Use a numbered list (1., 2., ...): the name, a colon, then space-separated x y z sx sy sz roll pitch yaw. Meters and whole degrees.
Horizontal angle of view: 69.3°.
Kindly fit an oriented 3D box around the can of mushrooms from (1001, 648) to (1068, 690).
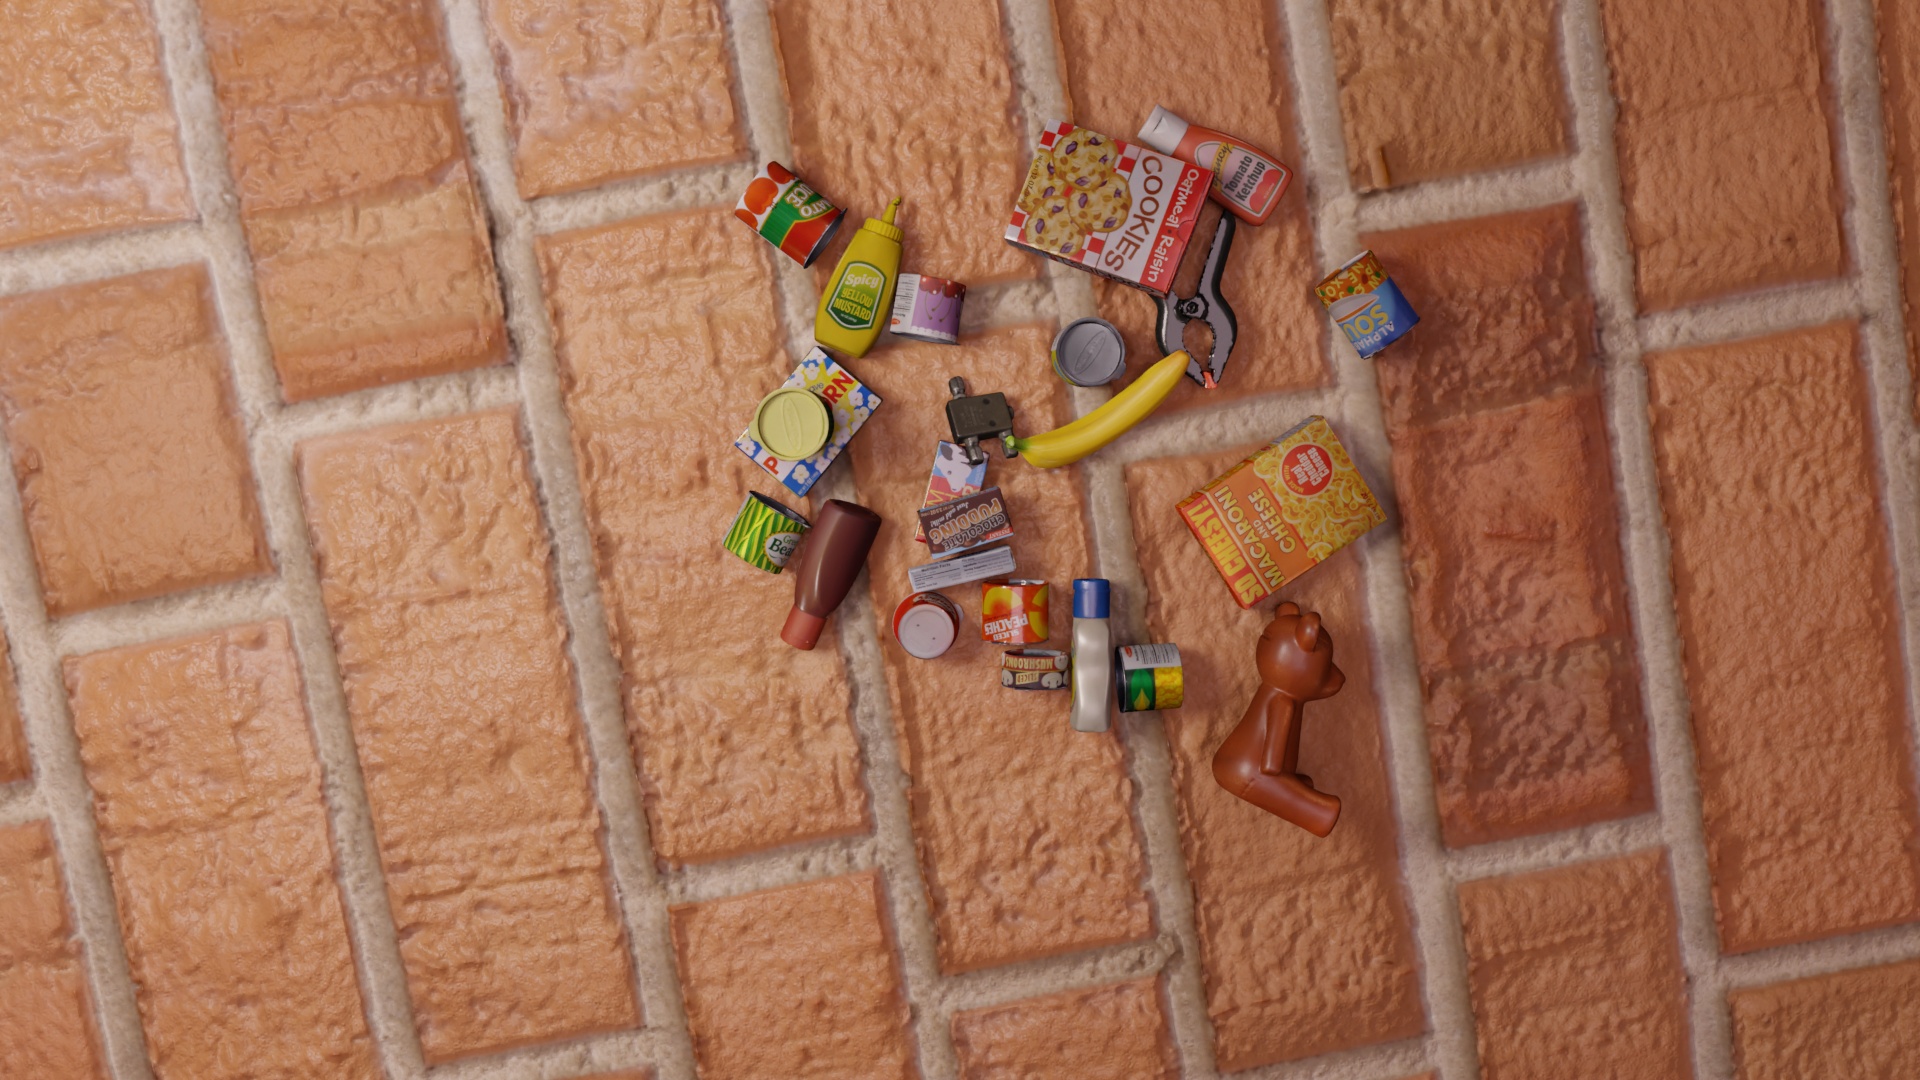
1. can of mushrooms: 0.072 0.127 1.363 0.071 0.071 0.033 1 94 -2

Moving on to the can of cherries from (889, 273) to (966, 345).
1. can of cherries: -0.029 -0.222 1.335 0.071 0.071 0.058 10 94 -3

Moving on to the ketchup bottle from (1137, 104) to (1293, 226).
1. ketchup bottle: 0.243 -0.367 1.342 0.149 0.043 0.064 31 99 -3

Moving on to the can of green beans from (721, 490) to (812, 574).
1. can of green beans: -0.189 -0.008 1.345 0.071 0.071 0.058 30 94 -4

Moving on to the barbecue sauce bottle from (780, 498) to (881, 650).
1. barbecue sauce bottle: -0.132 0.035 1.357 0.044 0.065 0.148 33 103 39

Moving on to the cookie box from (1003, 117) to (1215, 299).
1. cookie box: 0.142 -0.316 1.324 0.167 0.040 0.123 22 94 11

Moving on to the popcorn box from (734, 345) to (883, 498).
1. popcorn box: -0.147 -0.115 1.352 0.085 0.038 0.126 40 92 -4

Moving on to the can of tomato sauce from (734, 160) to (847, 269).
1. can of tomato sauce: -0.161 -0.311 1.320 0.083 0.071 0.071 37 93 -4

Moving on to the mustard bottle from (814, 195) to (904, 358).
1. mustard bottle: -0.090 -0.258 1.336 0.065 0.049 0.160 20 94 -5

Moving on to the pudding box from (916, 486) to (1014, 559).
1. pudding box: 0.005 -0.017 1.343 0.084 0.030 0.049 -17 97 -2

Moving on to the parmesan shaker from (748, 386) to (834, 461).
1. parmesan shaker: -0.155 -0.108 1.280 0.071 0.103 0.071 0 96 -2

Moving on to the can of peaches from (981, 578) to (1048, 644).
1. can of peaches: 0.053 0.069 1.358 0.071 0.071 0.058 0 94 -2

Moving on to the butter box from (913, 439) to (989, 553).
1. butter box: -0.009 -0.043 1.370 0.053 0.024 0.103 14 94 -3

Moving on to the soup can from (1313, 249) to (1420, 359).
1. soup can: 0.392 -0.228 1.345 0.071 0.071 0.083 -37 95 2

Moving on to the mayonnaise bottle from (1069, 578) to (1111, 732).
1. mayonnaise bottle: 0.129 0.112 1.370 0.041 0.065 0.148 0 91 2

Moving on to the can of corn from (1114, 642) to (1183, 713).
1. can of corn: 0.186 0.137 1.371 0.058 0.071 0.071 -4 95 -2

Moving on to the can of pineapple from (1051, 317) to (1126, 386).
1. can of pineapple: 0.124 -0.180 1.346 0.071 0.058 0.071 0 95 -2

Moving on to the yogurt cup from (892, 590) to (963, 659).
1. yogurt cup: -0.034 0.086 1.365 0.072 0.054 0.072 0 95 -1

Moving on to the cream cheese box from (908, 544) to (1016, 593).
1. cream cheese box: 0.001 0.028 1.361 0.104 0.053 0.024 -13 94 -1

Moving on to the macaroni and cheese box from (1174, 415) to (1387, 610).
1. macaroni and cheese box: 0.316 -0.027 1.374 0.166 0.040 0.123 -33 95 1
